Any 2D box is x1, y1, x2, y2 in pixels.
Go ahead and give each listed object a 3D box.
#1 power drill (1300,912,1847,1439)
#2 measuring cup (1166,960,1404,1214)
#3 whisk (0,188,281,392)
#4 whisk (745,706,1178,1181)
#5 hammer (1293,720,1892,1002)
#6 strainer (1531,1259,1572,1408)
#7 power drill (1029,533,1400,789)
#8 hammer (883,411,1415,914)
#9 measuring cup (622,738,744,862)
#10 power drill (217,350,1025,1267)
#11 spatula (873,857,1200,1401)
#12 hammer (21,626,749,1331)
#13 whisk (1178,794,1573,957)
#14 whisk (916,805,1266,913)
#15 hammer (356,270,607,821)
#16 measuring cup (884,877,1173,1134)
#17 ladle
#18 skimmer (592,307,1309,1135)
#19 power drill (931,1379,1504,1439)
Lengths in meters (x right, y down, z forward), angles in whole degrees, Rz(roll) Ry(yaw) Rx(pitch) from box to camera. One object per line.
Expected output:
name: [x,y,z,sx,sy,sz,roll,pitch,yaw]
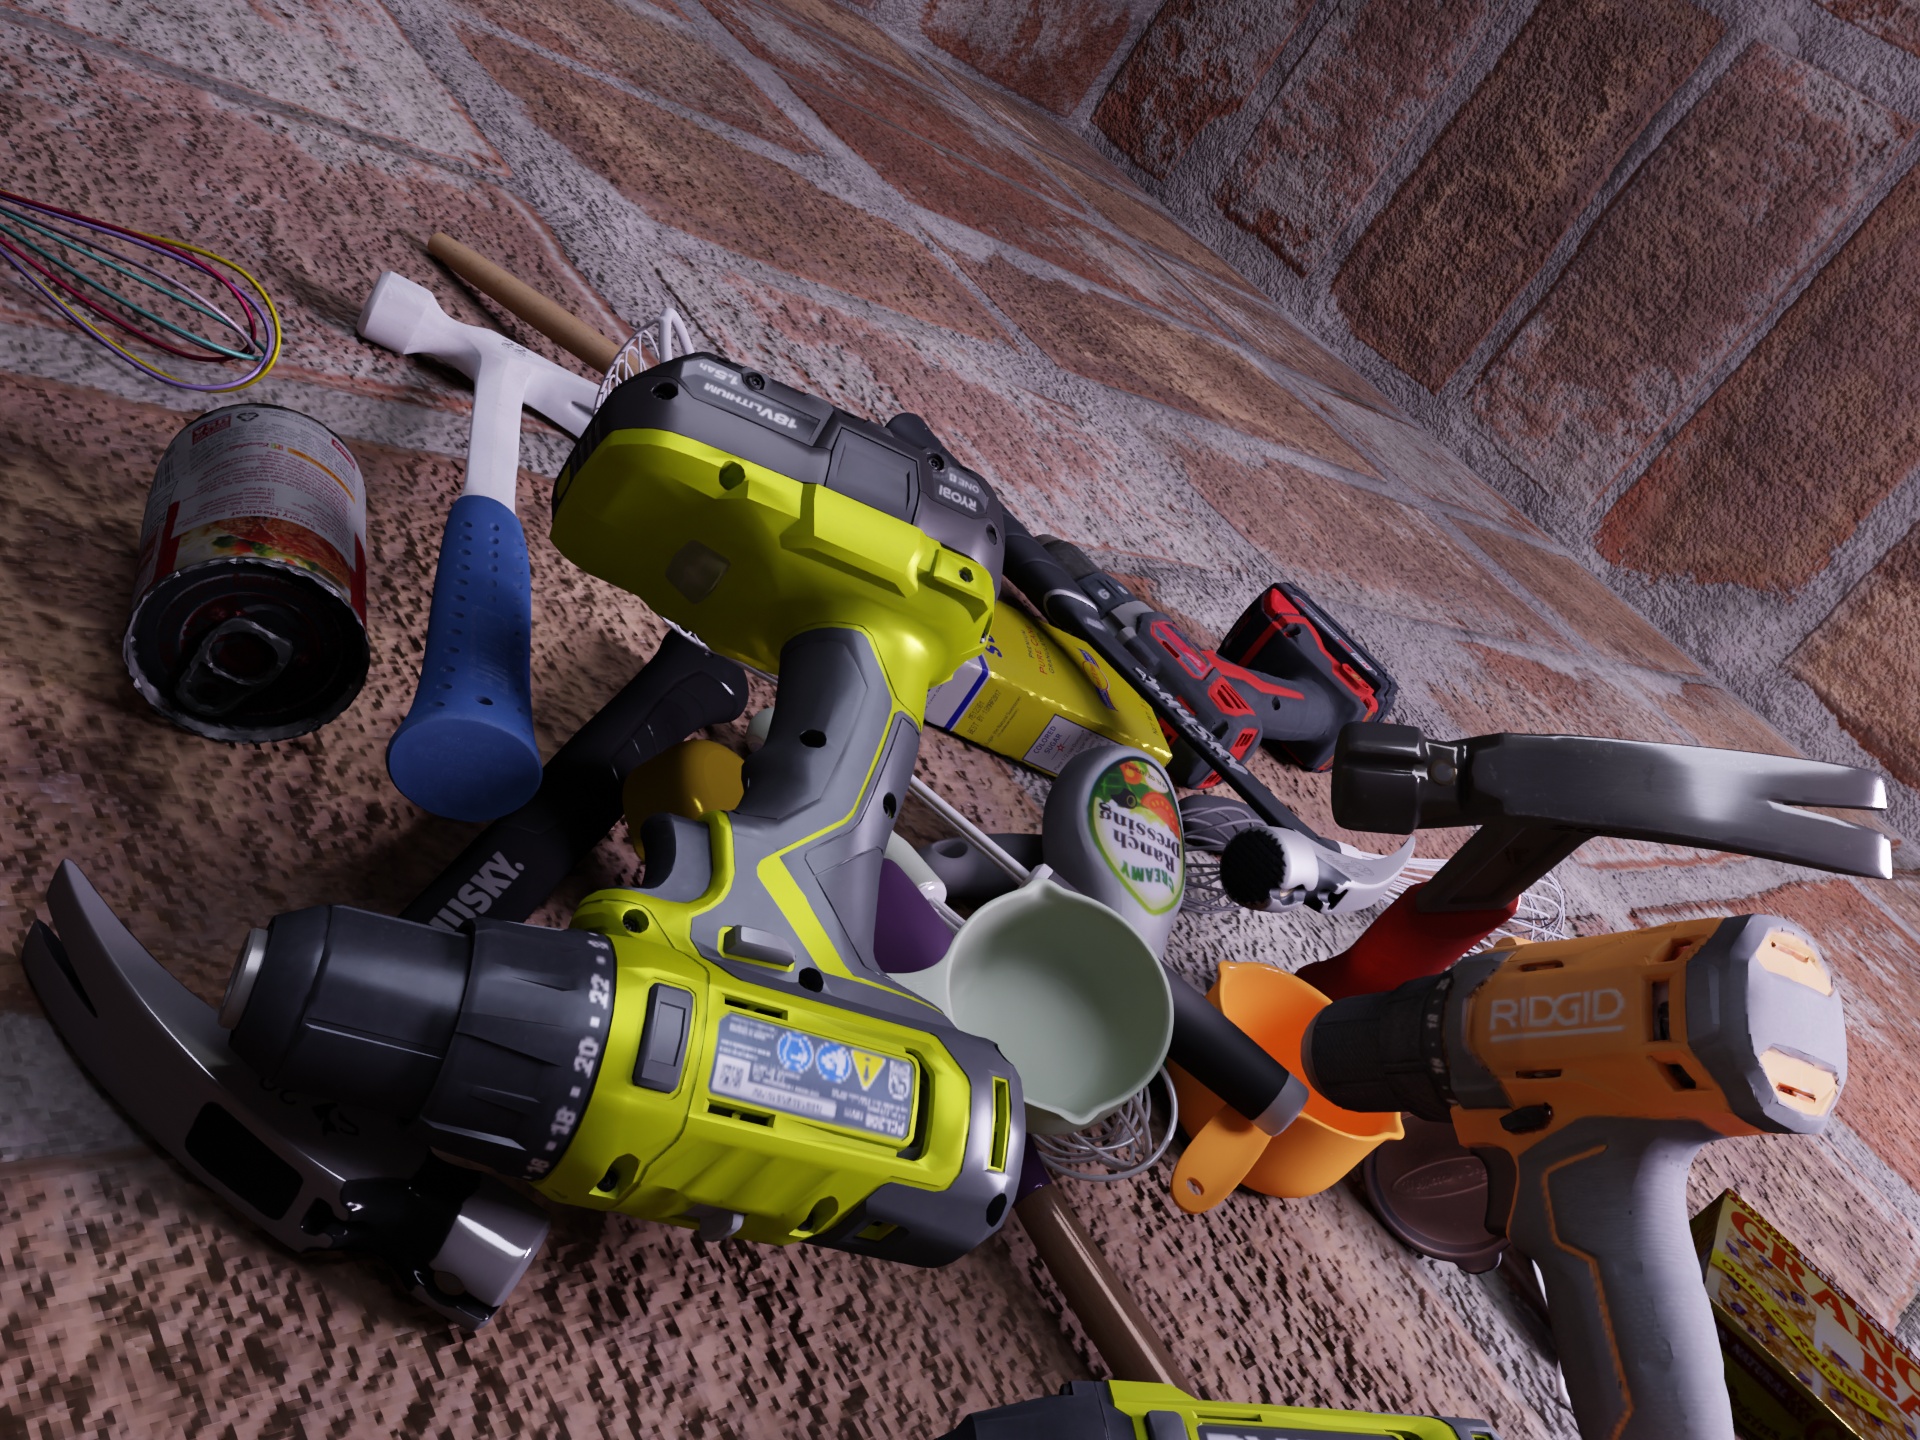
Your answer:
power drill: [0.174,0.178,0.491,0.084,0.185,0.226,21,66,-29]
measuring cup: [0.103,0.155,0.600,0.095,0.052,0.173,44,30,15]
whisk: [-0.378,-0.203,0.620,0.245,0.047,0.051,29,26,-7]
whisk: [-0.010,0.075,0.600,0.059,0.057,0.247,-30,57,-22]
hammer: [0.188,0.077,0.598,0.149,0.037,0.358,6,-19,5]
strainer: [0.297,0.228,0.734,0.087,0.050,0.258,54,23,2]
power drill: [0.148,-0.041,0.977,0.226,0.080,0.188,-2,43,-49]
hammer: [0.072,-0.046,0.820,0.149,0.036,0.409,10,31,-46]
measuring cup: [-0.055,0.073,0.519,0.156,0.029,0.062,57,18,8]
power drill: [-0.071,0.018,0.427,0.190,0.080,0.229,21,55,-24]
spatula: [0.035,0.173,0.501,0.060,0.018,0.316,-29,63,-16]
hammer: [-0.141,0.035,0.514,0.146,0.035,0.335,35,24,-5]
whisk: [0.236,0.088,0.885,0.284,0.070,0.070,18,30,-24]
whisk: [0.068,0.066,0.721,0.238,0.055,0.055,3,40,-44]
hammer: [-0.178,-0.081,0.619,0.144,0.035,0.406,24,20,-25]
measuring cup: [-0.017,0.095,0.503,0.167,0.038,0.083,1,57,-14]
ladle: [-0.159,-0.185,0.821,0.320,0.062,0.078,35,-7,20]
skimmer: [-0.001,-0.002,0.580,0.363,0.090,0.127,41,-7,6]
power drill: [0.060,0.244,0.330,0.171,0.080,0.223,6,27,-6]
